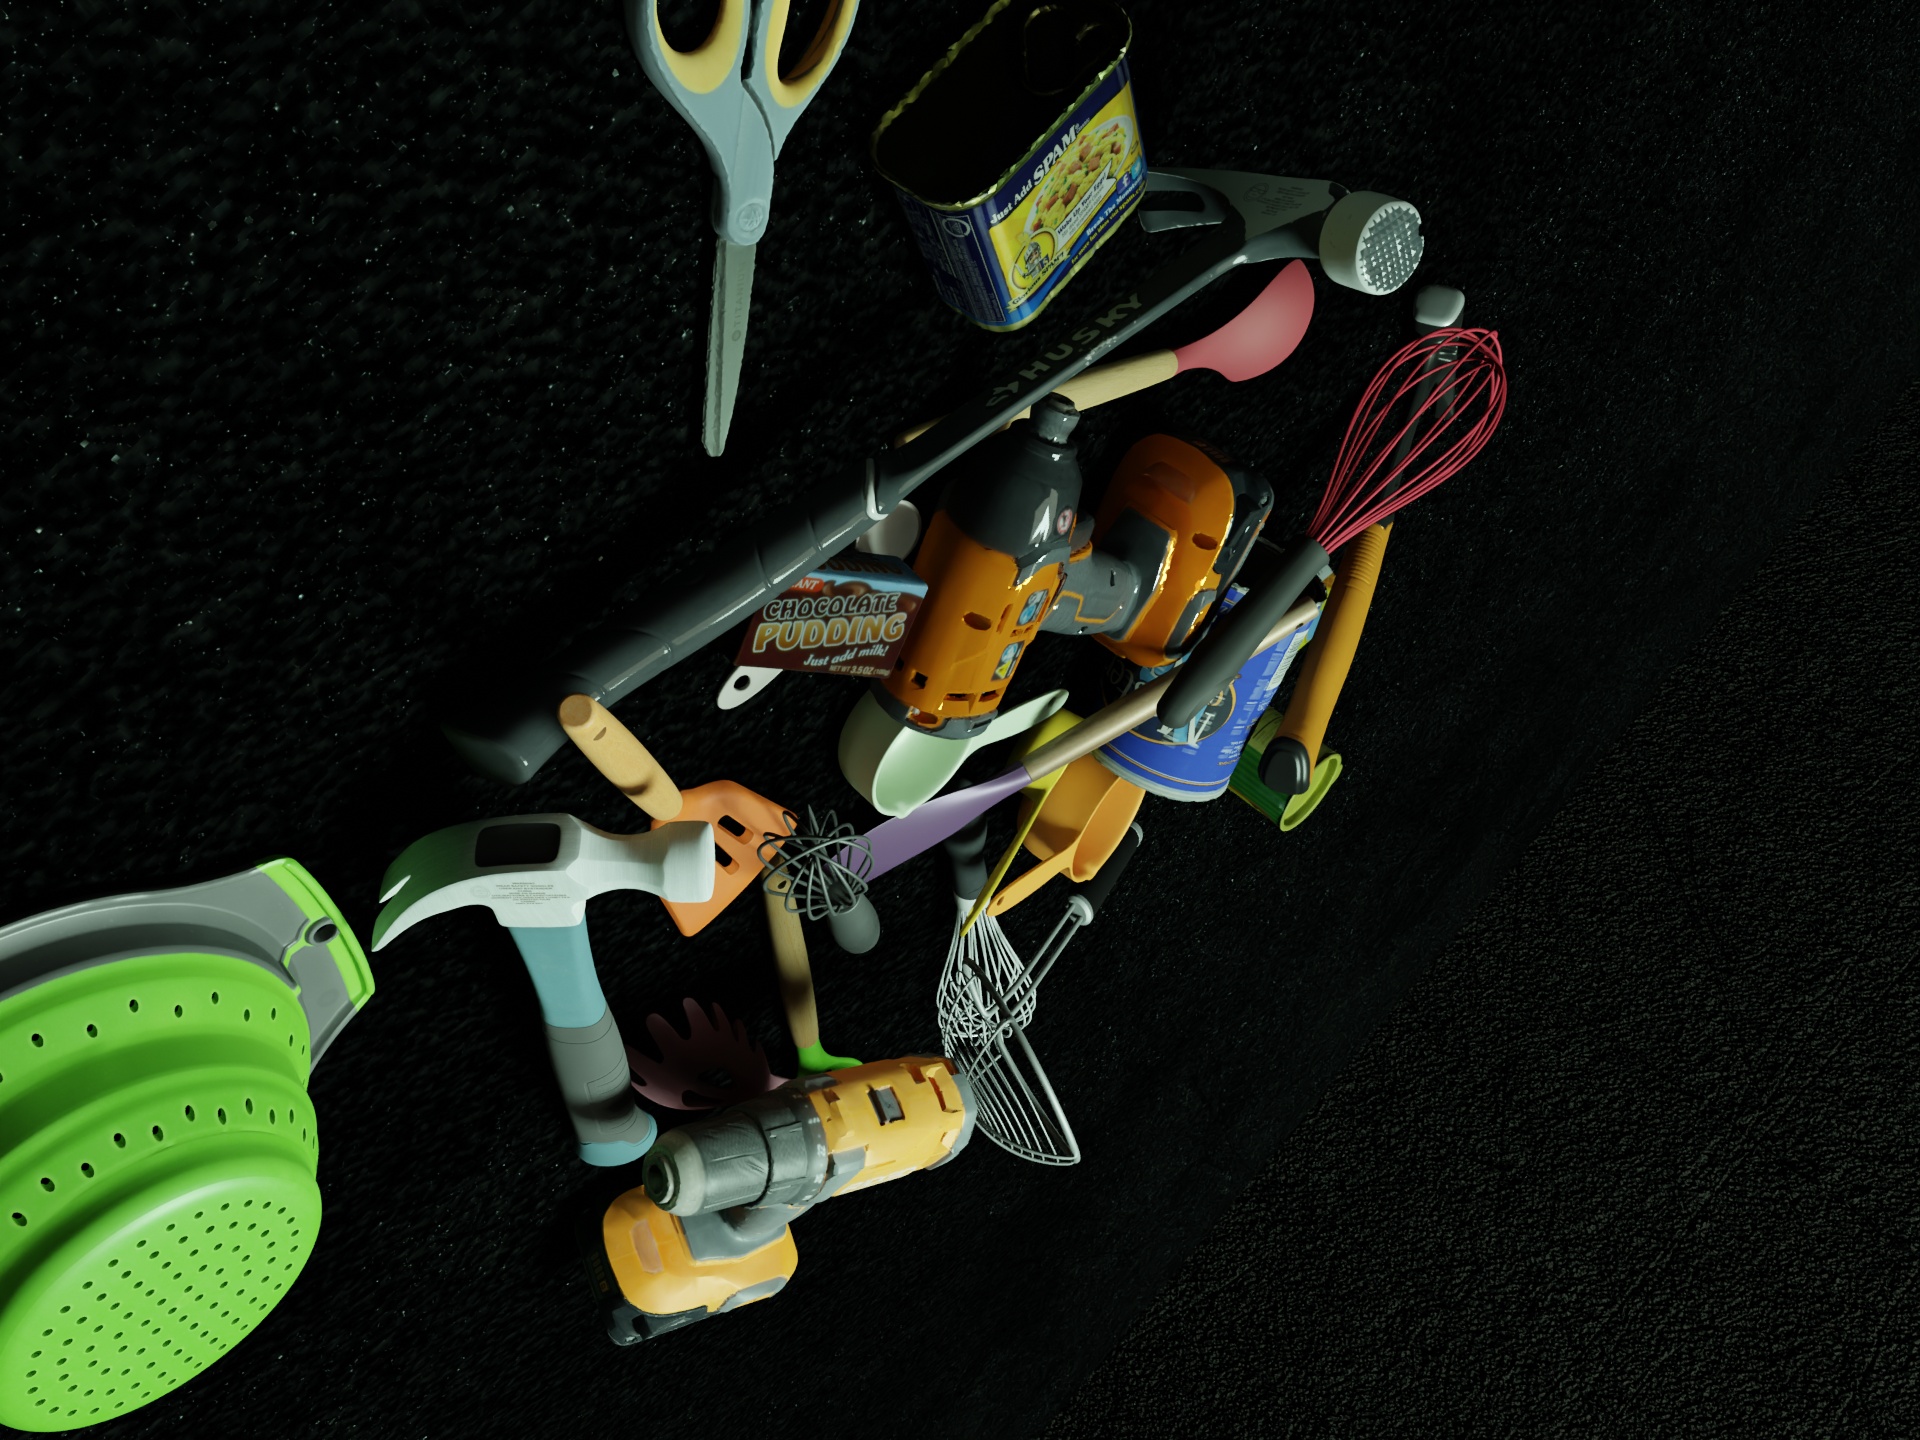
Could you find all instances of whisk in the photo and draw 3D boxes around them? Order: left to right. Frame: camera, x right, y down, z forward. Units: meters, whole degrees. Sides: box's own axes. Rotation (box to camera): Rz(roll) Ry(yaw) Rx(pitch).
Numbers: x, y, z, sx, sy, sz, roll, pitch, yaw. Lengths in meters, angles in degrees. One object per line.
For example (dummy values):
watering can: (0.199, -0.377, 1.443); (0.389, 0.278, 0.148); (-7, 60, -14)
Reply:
whisk: (-0.065, 0.092, 0.825); (0.055, 0.055, 0.238); (-46, 165, -12)
whisk: (0.011, 0.127, 1.008); (0.070, 0.070, 0.284); (-39, 146, -25)
whisk: (0.202, -0.107, 0.861); (0.296, 0.073, 0.073); (-48, 154, -12)

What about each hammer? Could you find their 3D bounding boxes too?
hammer: (-0.166, 0.131, 0.695); (0.128, 0.033, 0.330); (1, 147, -5)
hammer: (-0.021, -0.104, 0.620); (0.409, 0.149, 0.036); (-35, 130, -12)
hammer: (0.254, -0.104, 1.000); (0.127, 0.034, 0.337); (63, 47, -62)

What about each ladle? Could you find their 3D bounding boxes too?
ladle: (0.085, -0.172, 0.783); (0.315, 0.031, 0.069); (-26, 146, -39)

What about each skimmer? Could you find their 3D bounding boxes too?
skimmer: (0.080, 0.141, 0.997); (0.090, 0.127, 0.363); (-20, -167, 30)

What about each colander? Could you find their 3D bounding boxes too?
colander: (-0.343, 0.210, 0.496); (0.397, 0.095, 0.204); (-39, 151, -25)

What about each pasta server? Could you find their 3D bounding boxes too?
pasta server: (-0.089, 0.216, 0.938); (0.060, 0.040, 0.316); (-46, 149, 6)

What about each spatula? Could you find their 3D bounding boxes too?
spatula: (-0.116, 0.036, 0.644); (0.081, 0.041, 0.322); (-47, 173, -10)
spatula: (0.058, 0.014, 0.875); (0.316, 0.018, 0.059); (-30, 154, 0)

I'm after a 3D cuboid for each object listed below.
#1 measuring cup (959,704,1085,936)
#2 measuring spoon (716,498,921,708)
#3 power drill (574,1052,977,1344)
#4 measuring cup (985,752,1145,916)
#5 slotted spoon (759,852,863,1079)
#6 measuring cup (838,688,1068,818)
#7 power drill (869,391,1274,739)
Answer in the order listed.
measuring cup: (0.026, 0.054, 0.912); (0.157, 0.029, 0.062); (-59, -177, -30)
measuring spoon: (-0.067, -0.054, 0.706); (0.124, 0.018, 0.034); (-46, 140, 2)
power drill: (-0.121, 0.253, 0.838); (0.185, 0.084, 0.226); (-1, 147, -46)
measuring cup: (0.050, 0.067, 0.978); (0.173, 0.052, 0.095); (-31, 145, -46)
slotted spoon: (-0.091, 0.171, 0.928); (0.070, 0.031, 0.313); (-35, 147, -24)
measuring cup: (-0.001, -0.003, 0.844); (0.167, 0.038, 0.083); (-20, 140, -50)
power drill: (0.062, -0.087, 0.776); (0.226, 0.084, 0.164); (-19, 140, -51)
